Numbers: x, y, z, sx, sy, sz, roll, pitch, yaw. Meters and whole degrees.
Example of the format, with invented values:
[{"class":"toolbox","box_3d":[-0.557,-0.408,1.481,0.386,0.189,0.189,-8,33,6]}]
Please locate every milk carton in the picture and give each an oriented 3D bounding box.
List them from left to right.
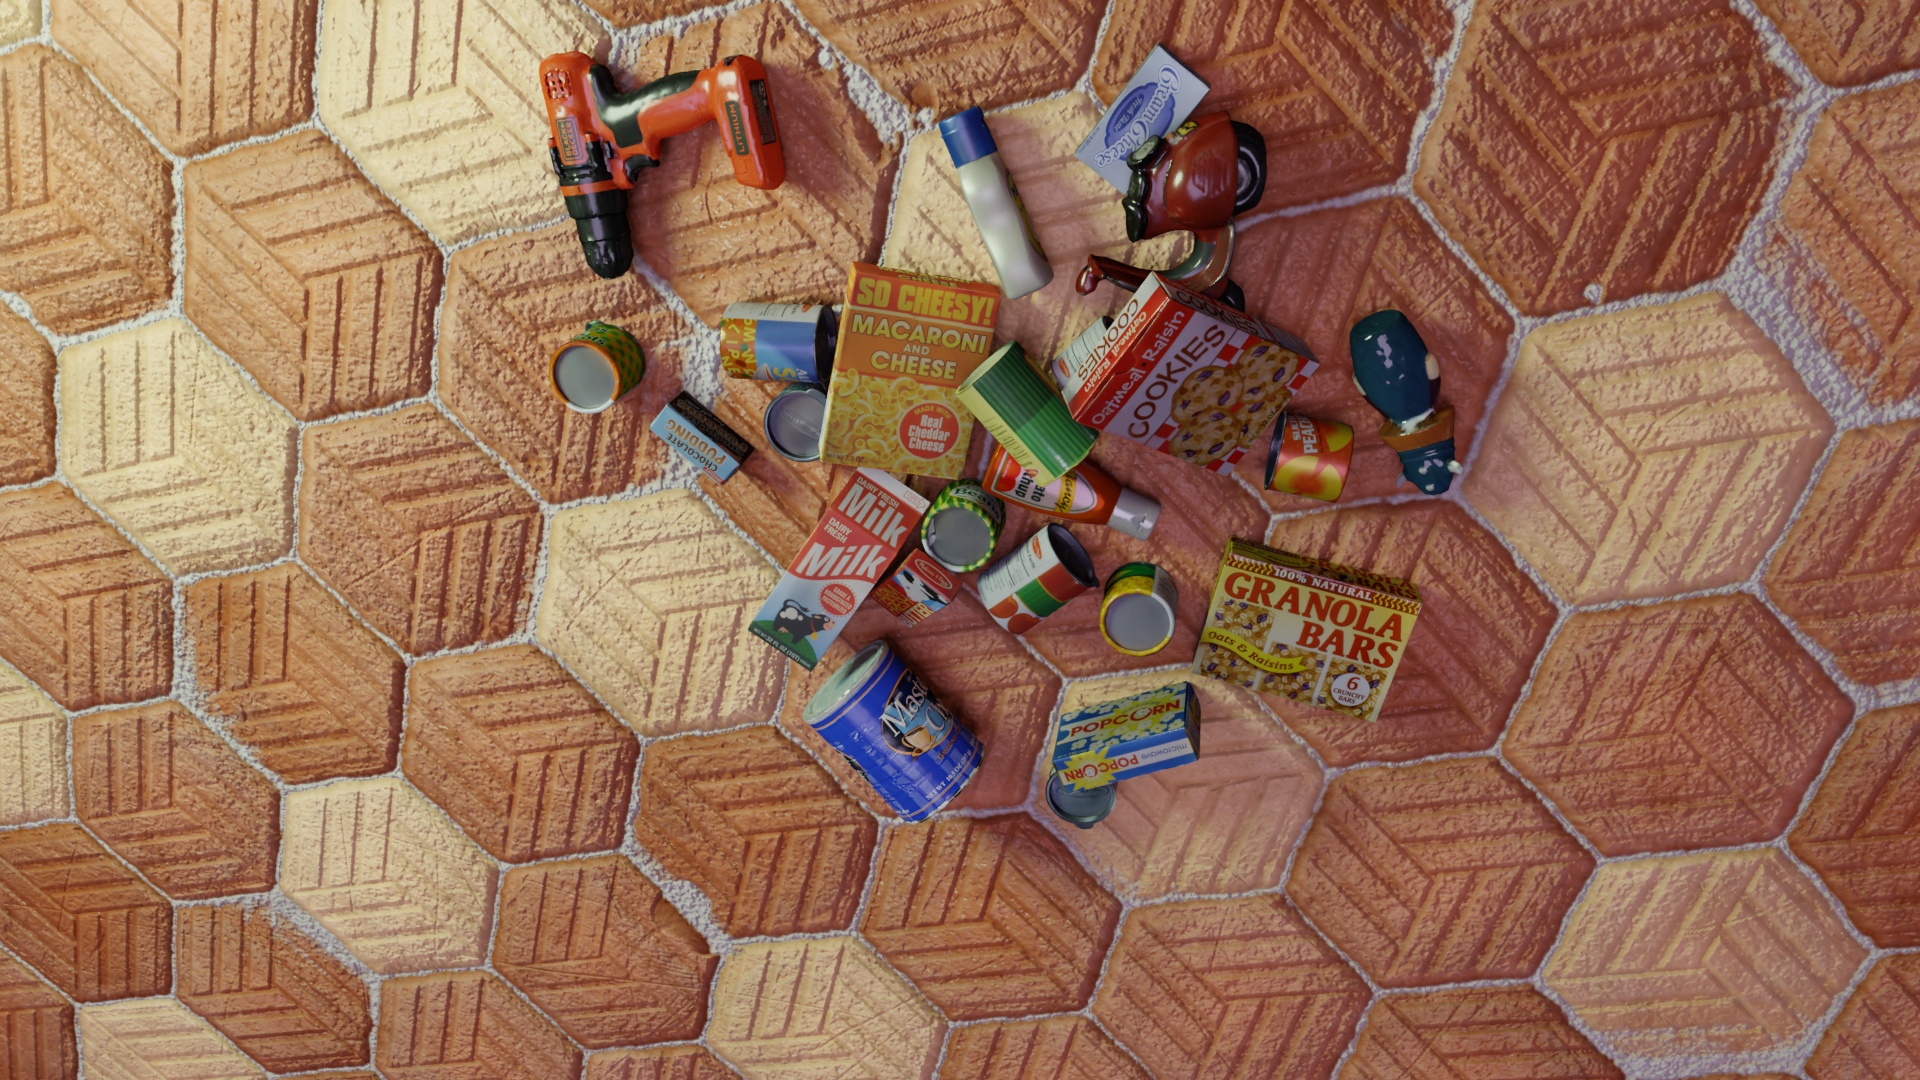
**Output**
[{"class":"milk carton","box_3d":[-0.105,0.017,1.236,0.072,0.074,0.189,34,114,-4]}]

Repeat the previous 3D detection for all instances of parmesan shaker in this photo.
[{"class":"parmesan shaker","box_3d":[0.055,-0.103,1.118,0.071,0.071,0.103,-38,103,23]}]

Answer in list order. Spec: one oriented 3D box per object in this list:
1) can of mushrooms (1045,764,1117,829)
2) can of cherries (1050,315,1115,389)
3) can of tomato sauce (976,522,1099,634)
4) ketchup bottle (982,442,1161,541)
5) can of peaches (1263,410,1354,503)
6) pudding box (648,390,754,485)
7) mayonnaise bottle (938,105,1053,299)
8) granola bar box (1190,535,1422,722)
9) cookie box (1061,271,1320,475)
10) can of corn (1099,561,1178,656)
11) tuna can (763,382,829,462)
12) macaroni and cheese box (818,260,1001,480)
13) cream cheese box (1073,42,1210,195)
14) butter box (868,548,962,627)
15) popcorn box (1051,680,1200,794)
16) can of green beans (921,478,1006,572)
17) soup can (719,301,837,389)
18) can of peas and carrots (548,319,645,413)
[{"class":"can of mushrooms","box_3d":[0.114,0.233,1.307,0.071,0.033,0.070,4,113,9]},{"class":"can of cherries","box_3d":[0.118,-0.140,1.132,0.071,0.072,0.058,45,113,-9]},{"class":"can of tomato sauce","box_3d":[0.067,0.035,1.214,0.083,0.071,0.071,-36,102,23]},{"class":"ketchup bottle","box_3d":[0.097,-0.044,1.187,0.149,0.044,0.064,23,108,0]},{"class":"can of peaches","box_3d":[0.283,-0.069,1.127,0.058,0.071,0.071,13,115,5]},{"class":"pudding box","box_3d":[-0.228,-0.090,1.227,0.083,0.050,0.030,40,113,-7]},{"class":"mayonnaise bottle","box_3d":[0.028,-0.266,1.097,0.041,0.065,0.147,-20,104,15]},{"class":"granola bar box","box_3d":[0.296,0.077,1.202,0.166,0.039,0.123,15,115,5]},{"class":"cookie box","box_3d":[0.181,-0.126,1.088,0.167,0.040,0.122,16,124,-33]},{"class":"can of corn","box_3d":[0.154,0.061,1.212,0.071,0.058,0.071,4,113,9]},{"class":"tuna can","box_3d":[-0.135,-0.106,1.211,0.071,0.033,0.070,4,114,9]},{"class":"macaroni and cheese box","box_3d":[-0.044,-0.140,1.158,0.124,0.040,0.165,7,115,-13]},{"class":"cream cheese box","box_3d":[0.140,-0.324,1.070,0.053,0.024,0.103,37,115,-7]},{"class":"butter box","box_3d":[-0.041,0.044,1.230,0.053,0.024,0.103,39,154,-8]},{"class":"popcorn box","box_3d":[0.151,0.176,1.247,0.126,0.085,0.038,-18,109,17]},{"class":"can of green beans","box_3d":[0.003,-0.013,1.210,0.071,0.058,0.071,4,113,9]},{"class":"soup can","box_3d":[-0.153,-0.164,1.171,0.084,0.072,0.071,4,113,10]},{"class":"can of peas and carrots","box_3d":[-0.318,-0.152,1.213,0.071,0.059,0.070,4,113,9]}]
